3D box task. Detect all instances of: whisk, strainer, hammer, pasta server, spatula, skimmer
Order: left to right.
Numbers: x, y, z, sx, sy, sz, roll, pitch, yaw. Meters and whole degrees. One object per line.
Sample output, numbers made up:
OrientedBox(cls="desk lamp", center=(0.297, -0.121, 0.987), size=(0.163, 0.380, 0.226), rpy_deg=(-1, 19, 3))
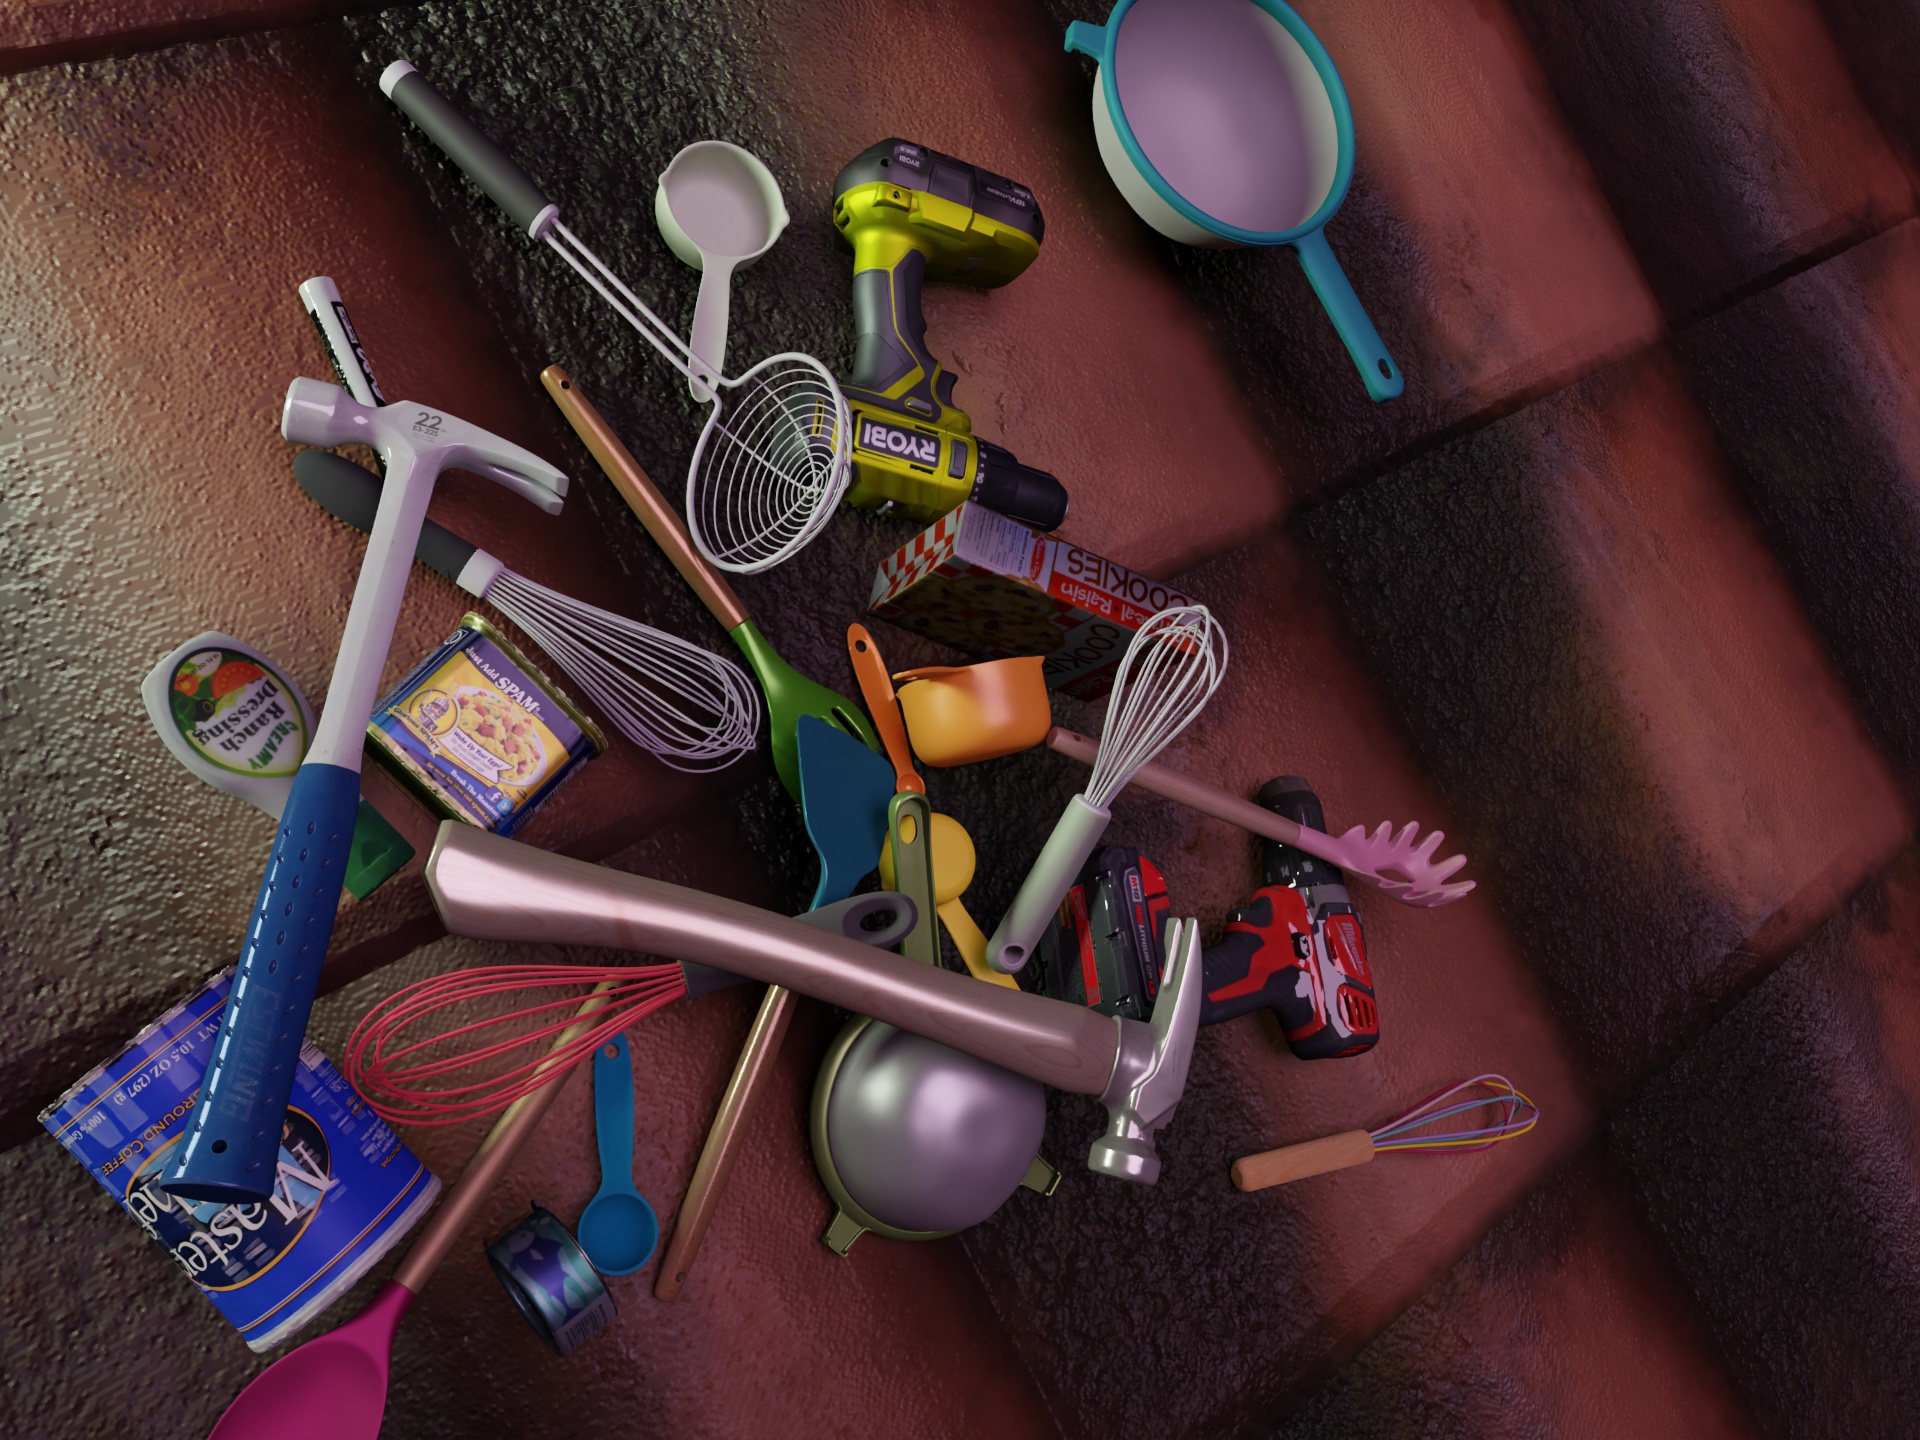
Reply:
OrientedBox(cls="hammer", center=(-0.283, 0.015, 0.737), size=(0.144, 0.035, 0.406), rpy_deg=(12, 58, -16))
OrientedBox(cls="whisk", center=(-0.231, -0.061, 0.860), size=(0.284, 0.070, 0.070), rpy_deg=(33, 64, -12))
OrientedBox(cls="skimmer", center=(-0.202, -0.235, 0.886), size=(0.363, 0.127, 0.090), rpy_deg=(44, 23, -1))
OrientedBox(cls="whisk", center=(-0.160, 0.137, 0.810), size=(0.296, 0.073, 0.073), rpy_deg=(-15, 84, -18))
OrientedBox(cls="spatula", center=(-0.105, 0.155, 0.867), size=(0.082, 0.044, 0.317), rpy_deg=(33, 73, -42))
OrientedBox(cls="hammer", center=(-0.061, 0.117, 0.806), size=(0.410, 0.038, 0.146), rpy_deg=(20, 75, -19))
OrientedBox(cls="strainer", center=(-0.007, 0.167, 0.875), size=(0.151, 0.069, 0.256), rpy_deg=(-7, 95, -28))
OrientedBox(cls="whisk", center=(0.080, 0.042, 0.916), size=(0.057, 0.059, 0.246), rpy_deg=(26, 102, -18))
OrientedBox(cls="strainer", center=(0.206, -0.369, 1.151), size=(0.211, 0.095, 0.340), rpy_deg=(-34, 96, -28))
OrientedBox(cls="pasta server", center=(0.192, 0.058, 0.993), size=(0.316, 0.040, 0.060), rpy_deg=(22, 38, -24))
OrientedBox(cls="whisk", center=(0.282, 0.275, 1.054), size=(0.245, 0.051, 0.047), rpy_deg=(-6, 59, -25))

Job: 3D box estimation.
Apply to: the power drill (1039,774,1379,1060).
OrientedBox(cls="power drill", center=(0.162, 0.122, 1.007), size=(0.226, 0.080, 0.188), rpy_deg=(5, 68, -31))

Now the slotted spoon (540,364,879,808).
OrientedBox(cls="slotted spoon", center=(-0.145, -0.075, 0.925), size=(0.070, 0.031, 0.313), rpy_deg=(-39, 95, -33))

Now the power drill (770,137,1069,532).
OrientedBox(cls="power drill", center=(-0.012, -0.232, 1.009), size=(0.190, 0.080, 0.229), rpy_deg=(12, 74, -24))

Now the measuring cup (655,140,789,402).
OrientedBox(cls="measuring cup", center=(-0.153, -0.268, 0.968), size=(0.083, 0.038, 0.168), rpy_deg=(10, 78, -25))

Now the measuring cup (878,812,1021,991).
OrientedBox(cls="measuring cup", center=(0.008, 0.124, 0.950), size=(0.062, 0.029, 0.156), rpy_deg=(-34, 94, -30))

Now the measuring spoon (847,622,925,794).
OrientedBox(cls="measuring spoon", center=(-0.048, -0.004, 0.968), size=(0.021, 0.011, 0.117), rpy_deg=(-14, 80, -34))

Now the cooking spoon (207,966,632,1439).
OrientedBox(cls="cooking spoon", center=(-0.257, 0.255, 0.782), size=(0.068, 0.017, 0.319), rpy_deg=(37, 63, -9))

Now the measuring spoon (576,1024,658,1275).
OrientedBox(cls="measuring spoon", center=(-0.183, 0.224, 0.834), size=(0.042, 0.021, 0.129), rpy_deg=(5, 66, -26))

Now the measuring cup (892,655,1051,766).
OrientedBox(cls="measuring cup", center=(-0.001, -0.003, 0.911), size=(0.173, 0.095, 0.052), rpy_deg=(0, 76, -74))
